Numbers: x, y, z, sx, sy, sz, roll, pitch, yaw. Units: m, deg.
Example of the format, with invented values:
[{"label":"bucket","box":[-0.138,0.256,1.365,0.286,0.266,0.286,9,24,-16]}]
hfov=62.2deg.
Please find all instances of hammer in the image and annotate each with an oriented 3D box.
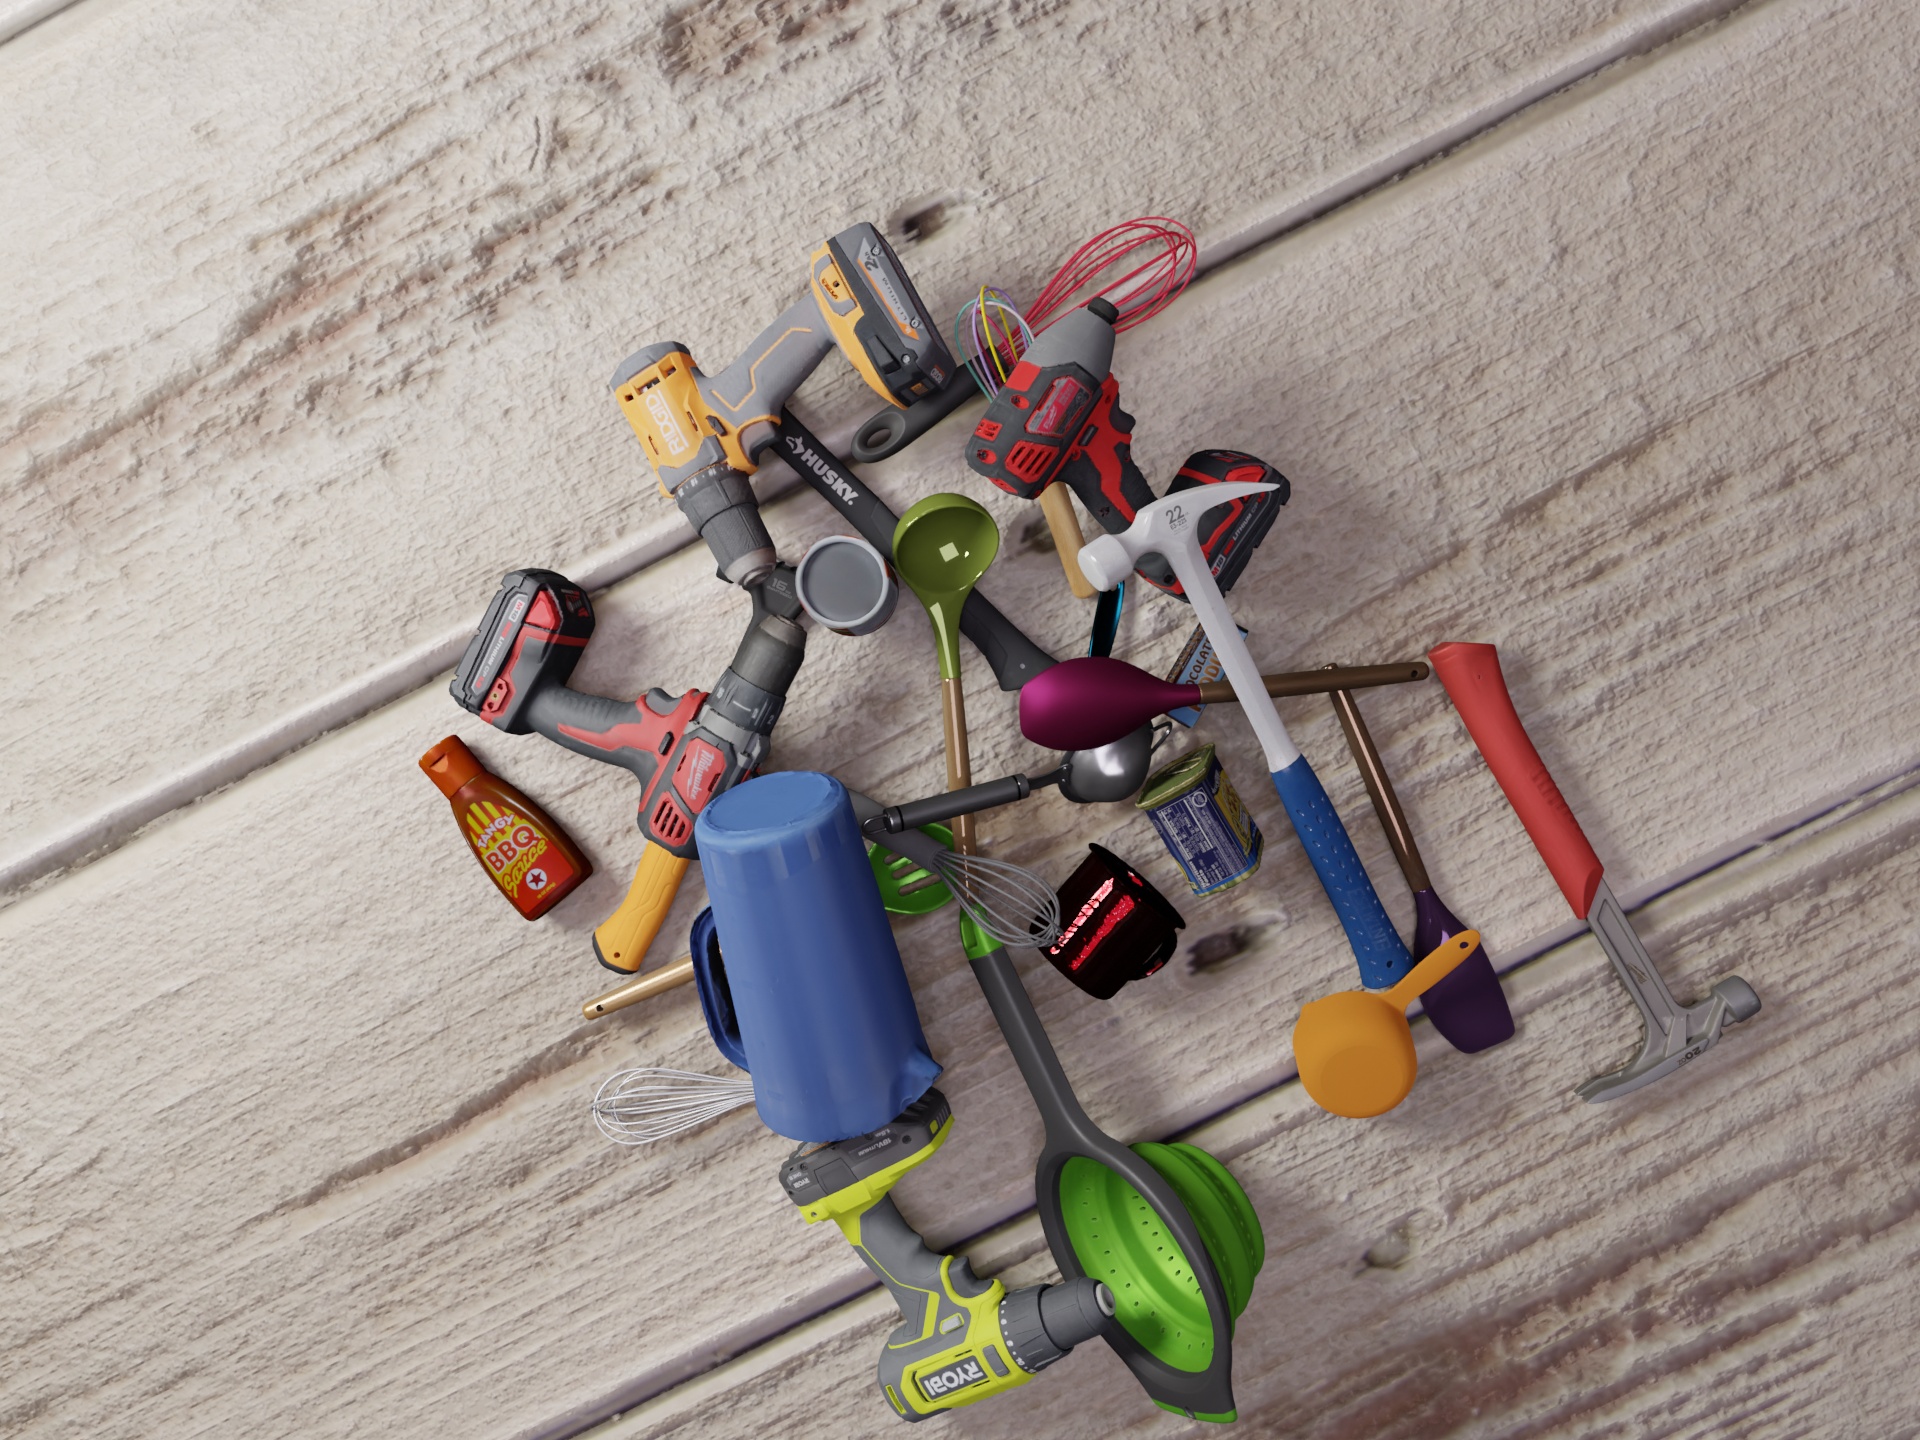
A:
[{"label":"hammer","box":[-0.054,-0.147,1.190,0.335,0.035,0.146,44,94,-1]},{"label":"hammer","box":[0.443,0.102,1.186,0.149,0.037,0.359,-31,92,3]},{"label":"hammer","box":[0.233,0.018,1.134,0.144,0.035,0.405,-32,108,-10]},{"label":"hammer","box":[-0.186,0.040,1.202,0.127,0.034,0.337,25,93,2]}]

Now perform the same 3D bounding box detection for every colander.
[{"label":"colander","box":[0.117,0.302,1.159,0.094,0.204,0.397,-23,86,-30]}]

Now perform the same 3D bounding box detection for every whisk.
[{"label":"whisk","box":[-0.019,0.100,1.145,0.239,0.055,0.055,28,94,33]},{"label":"whisk","box":[0.053,-0.193,1.138,0.051,0.047,0.244,-25,117,-6]},{"label":"whisk","box":[-0.158,0.281,1.207,0.246,0.059,0.058,-7,65,-2]},{"label":"whisk","box":[0.045,-0.274,1.157,0.296,0.073,0.073,-34,91,-1]}]

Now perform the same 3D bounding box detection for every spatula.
[{"label":"spatula","box":[0.335,0.104,1.197,0.060,0.018,0.316,-22,93,5]}]

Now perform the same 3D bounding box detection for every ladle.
[{"label":"ladle","box":[-0.002,-0.004,1.152,0.078,0.062,0.320,-6,96,-13]}]

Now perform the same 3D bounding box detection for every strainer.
[{"label":"strainer","box":[0.051,0.048,1.147,0.258,0.050,0.086,-14,133,-19]}]

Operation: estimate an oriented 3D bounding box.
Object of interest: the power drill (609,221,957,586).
[{"label":"power drill","box":[-0.117,-0.218,1.119,0.226,0.084,0.185,-29,80,11]}]

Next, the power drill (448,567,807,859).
[{"label":"power drill","box":[-0.233,-0.029,1.154,0.227,0.080,0.188,30,96,11]}]

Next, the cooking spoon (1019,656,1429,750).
[{"label":"cooking spoon","box":[0.195,-0.022,1.148,0.319,0.017,0.068,-6,106,-15]}]

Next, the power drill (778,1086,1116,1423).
[{"label":"power drill","box":[-0.012,0.389,1.172,0.190,0.080,0.228,-30,91,21]}]

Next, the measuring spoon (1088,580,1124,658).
[{"label":"measuring spoon","box":[0.100,-0.054,1.197,0.042,0.021,0.128,14,88,-26]}]

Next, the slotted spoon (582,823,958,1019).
[{"label":"slotted spoon","box":[-0.141,0.158,1.202,0.314,0.031,0.070,-24,91,0]}]

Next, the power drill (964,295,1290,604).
[{"label":"power drill","box":[0.120,-0.186,1.111,0.219,0.079,0.143,30,93,-31]}]

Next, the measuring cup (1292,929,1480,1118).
[{"label":"measuring cup","box":[0.318,0.221,1.158,0.095,0.052,0.173,37,113,-10]}]
